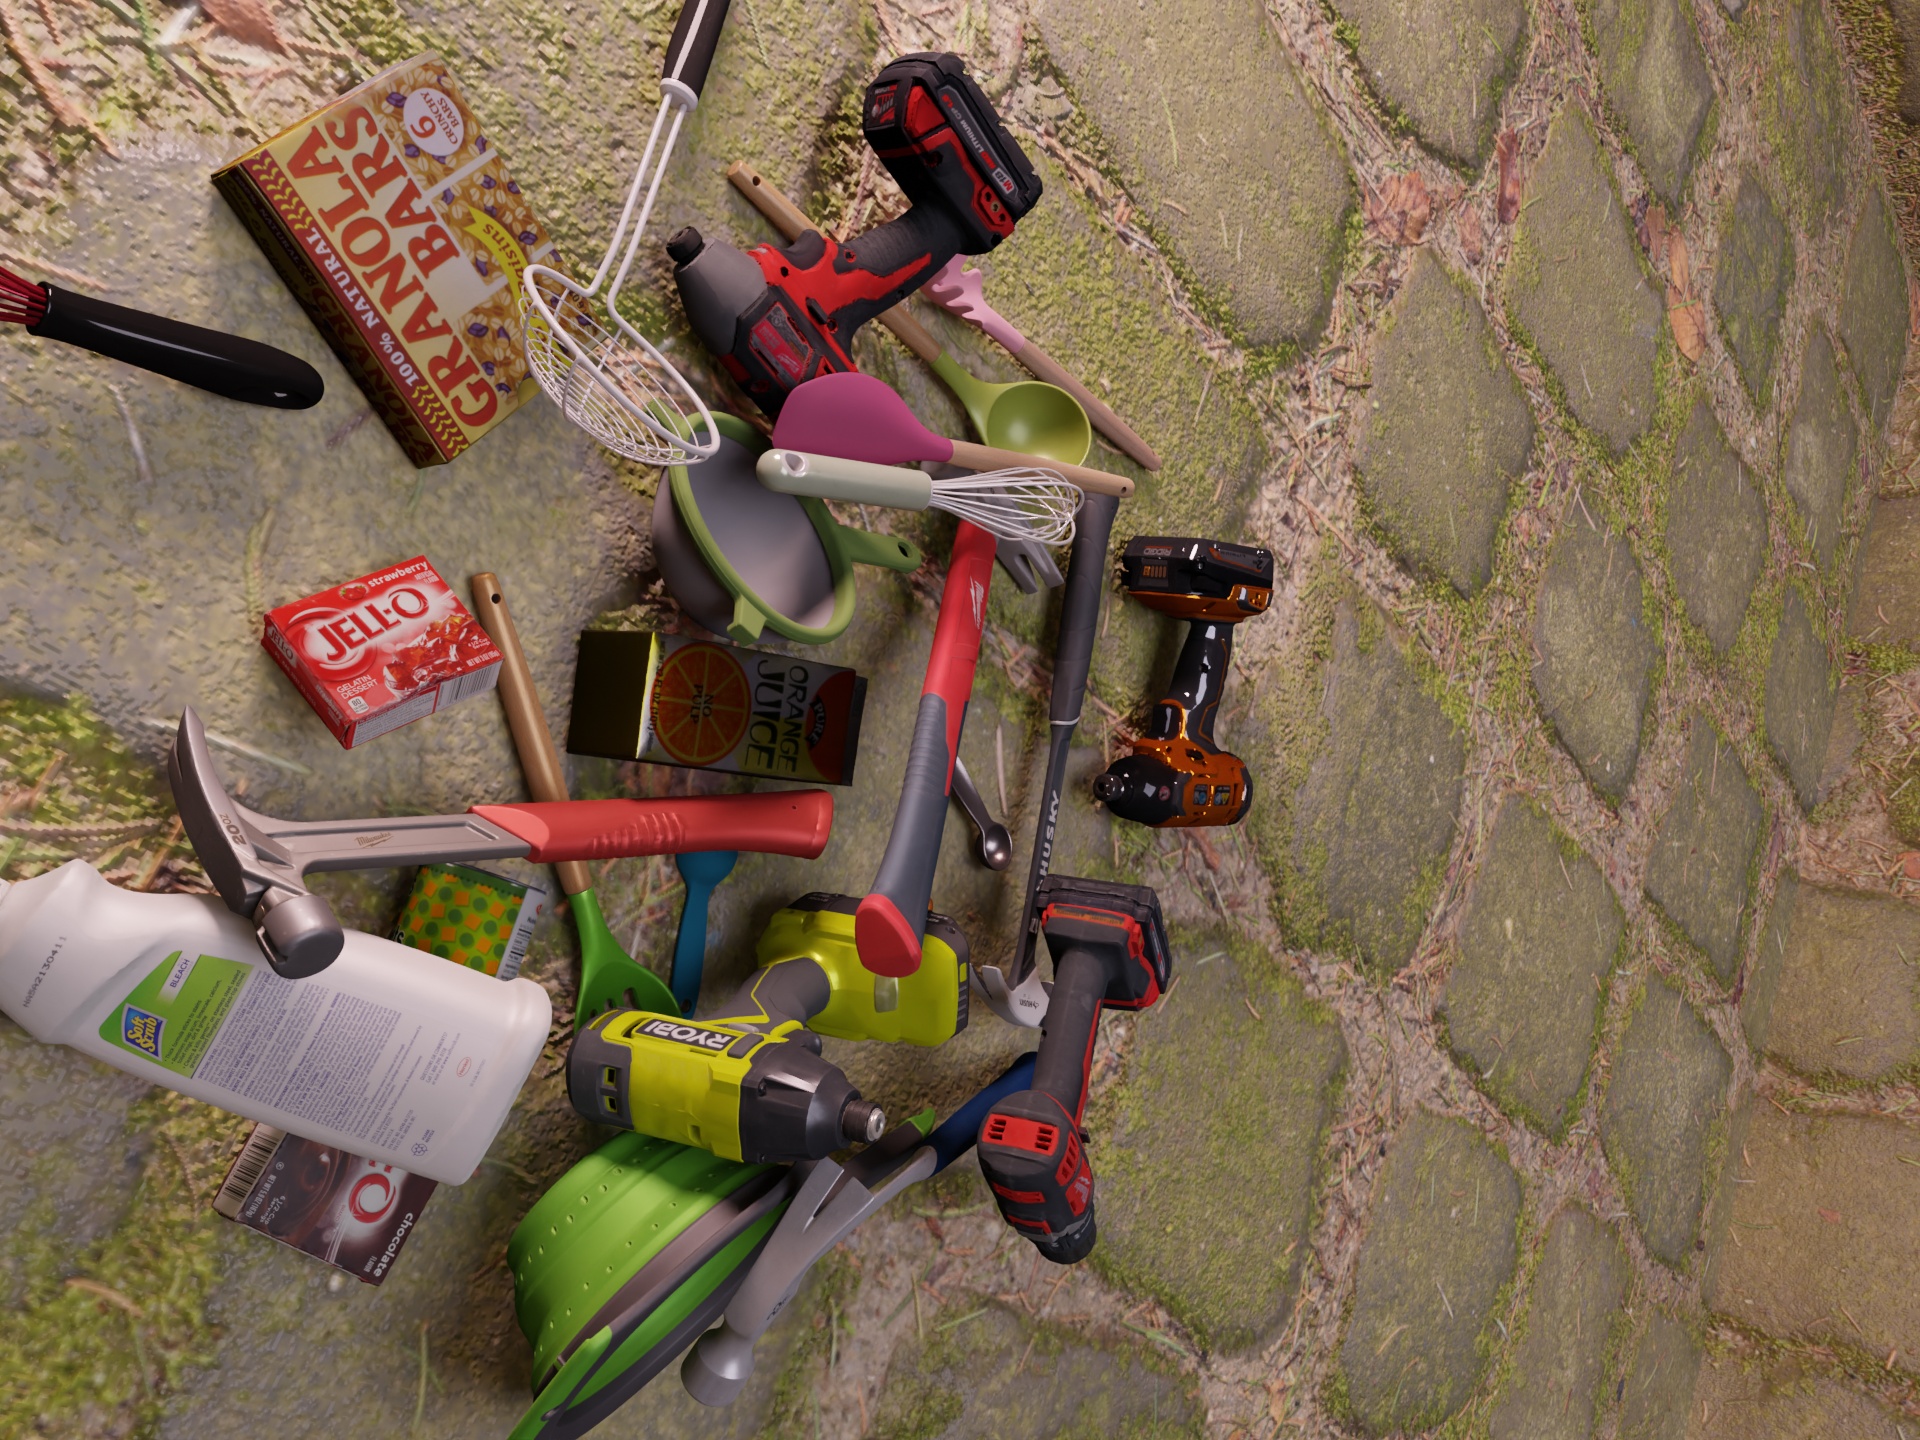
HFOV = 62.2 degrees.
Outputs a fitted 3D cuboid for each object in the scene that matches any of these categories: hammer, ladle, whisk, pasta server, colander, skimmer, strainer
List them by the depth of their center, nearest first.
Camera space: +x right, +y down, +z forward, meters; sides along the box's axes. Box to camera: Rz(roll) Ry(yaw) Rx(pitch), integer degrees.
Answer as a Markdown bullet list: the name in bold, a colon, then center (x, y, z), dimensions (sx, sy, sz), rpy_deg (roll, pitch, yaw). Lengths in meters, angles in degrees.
- **whisk**: center (-0.402, -0.177, 0.657), dimensions (0.295, 0.073, 0.073), rpy_deg (12, 84, -51)
- **hammer**: center (-0.209, 0.051, 0.824), dimensions (0.359, 0.149, 0.036), rpy_deg (0, 130, -49)
- **skimmer**: center (-0.147, -0.298, 0.852), dimensions (0.127, 0.090, 0.363), rpy_deg (35, 58, -43)
- **colander**: center (-0.138, 0.277, 0.933), dimensions (0.204, 0.094, 0.397), rpy_deg (-53, 163, 22)
- **strainer**: center (-0.109, -0.099, 0.969), dimensions (0.256, 0.069, 0.151), rpy_deg (0, 64, -63)
- **whisk**: center (-0.019, -0.140, 0.980), dimensions (0.246, 0.059, 0.058), rpy_deg (2, 62, -39)
- **hammer**: center (-0.024, 0.273, 0.982), dimensions (0.144, 0.035, 0.405), rpy_deg (-59, 163, 17)
- **hammer**: center (-0.002, -0.003, 1.001), dimensions (0.143, 0.038, 0.387), rpy_deg (49, 38, -37)
- **ladle**: center (-0.027, -0.257, 1.044), dimensions (0.319, 0.062, 0.078), rpy_deg (36, 70, -38)
- **pasta server**: center (0.063, -0.260, 1.148), dimensions (0.316, 0.040, 0.060), rpy_deg (30, 50, -44)
- **hammer**: center (0.069, 0.016, 1.157), dimensions (0.149, 0.036, 0.409), rpy_deg (30, 67, -61)

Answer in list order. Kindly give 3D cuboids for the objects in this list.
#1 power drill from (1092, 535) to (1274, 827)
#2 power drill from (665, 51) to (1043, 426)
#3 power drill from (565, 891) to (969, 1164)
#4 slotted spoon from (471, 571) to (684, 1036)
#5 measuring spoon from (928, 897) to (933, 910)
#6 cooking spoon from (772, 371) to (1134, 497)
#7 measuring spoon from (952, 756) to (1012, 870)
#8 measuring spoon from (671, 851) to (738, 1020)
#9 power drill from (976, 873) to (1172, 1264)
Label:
- **power drill**: center (0.170, -0.027, 1.244), dimensions (0.164, 0.084, 0.226), rpy_deg (2, 95, -46)
- **power drill**: center (-0.068, -0.288, 0.952), dimensions (0.220, 0.079, 0.143), rpy_deg (-48, 121, -10)
- **power drill**: center (-0.086, 0.174, 0.893), dimensions (0.223, 0.171, 0.080), rpy_deg (-29, 123, -63)
- **slotted spoon**: center (-0.218, 0.069, 0.884), dimensions (0.070, 0.031, 0.313), rpy_deg (-27, 110, -43)
- **measuring spoon**: center (-0.025, 0.080, 1.094), dimensions (0.021, 0.011, 0.117), rpy_deg (-3, 95, -46)
- **cooking spoon**: center (0.009, -0.170, 1.026), dimensions (0.318, 0.017, 0.068), rpy_deg (2, 121, -45)
- **measuring spoon**: center (0.001, 0.055, 1.122), dimensions (0.124, 0.018, 0.034), rpy_deg (61, 42, -21)
- **measuring spoon**: center (-0.154, 0.122, 0.955), dimensions (0.042, 0.021, 0.129), rpy_deg (13, 81, -46)
- **power drill**: center (0.077, 0.237, 1.056), dimensions (0.187, 0.080, 0.227), rpy_deg (70, 32, -50)
